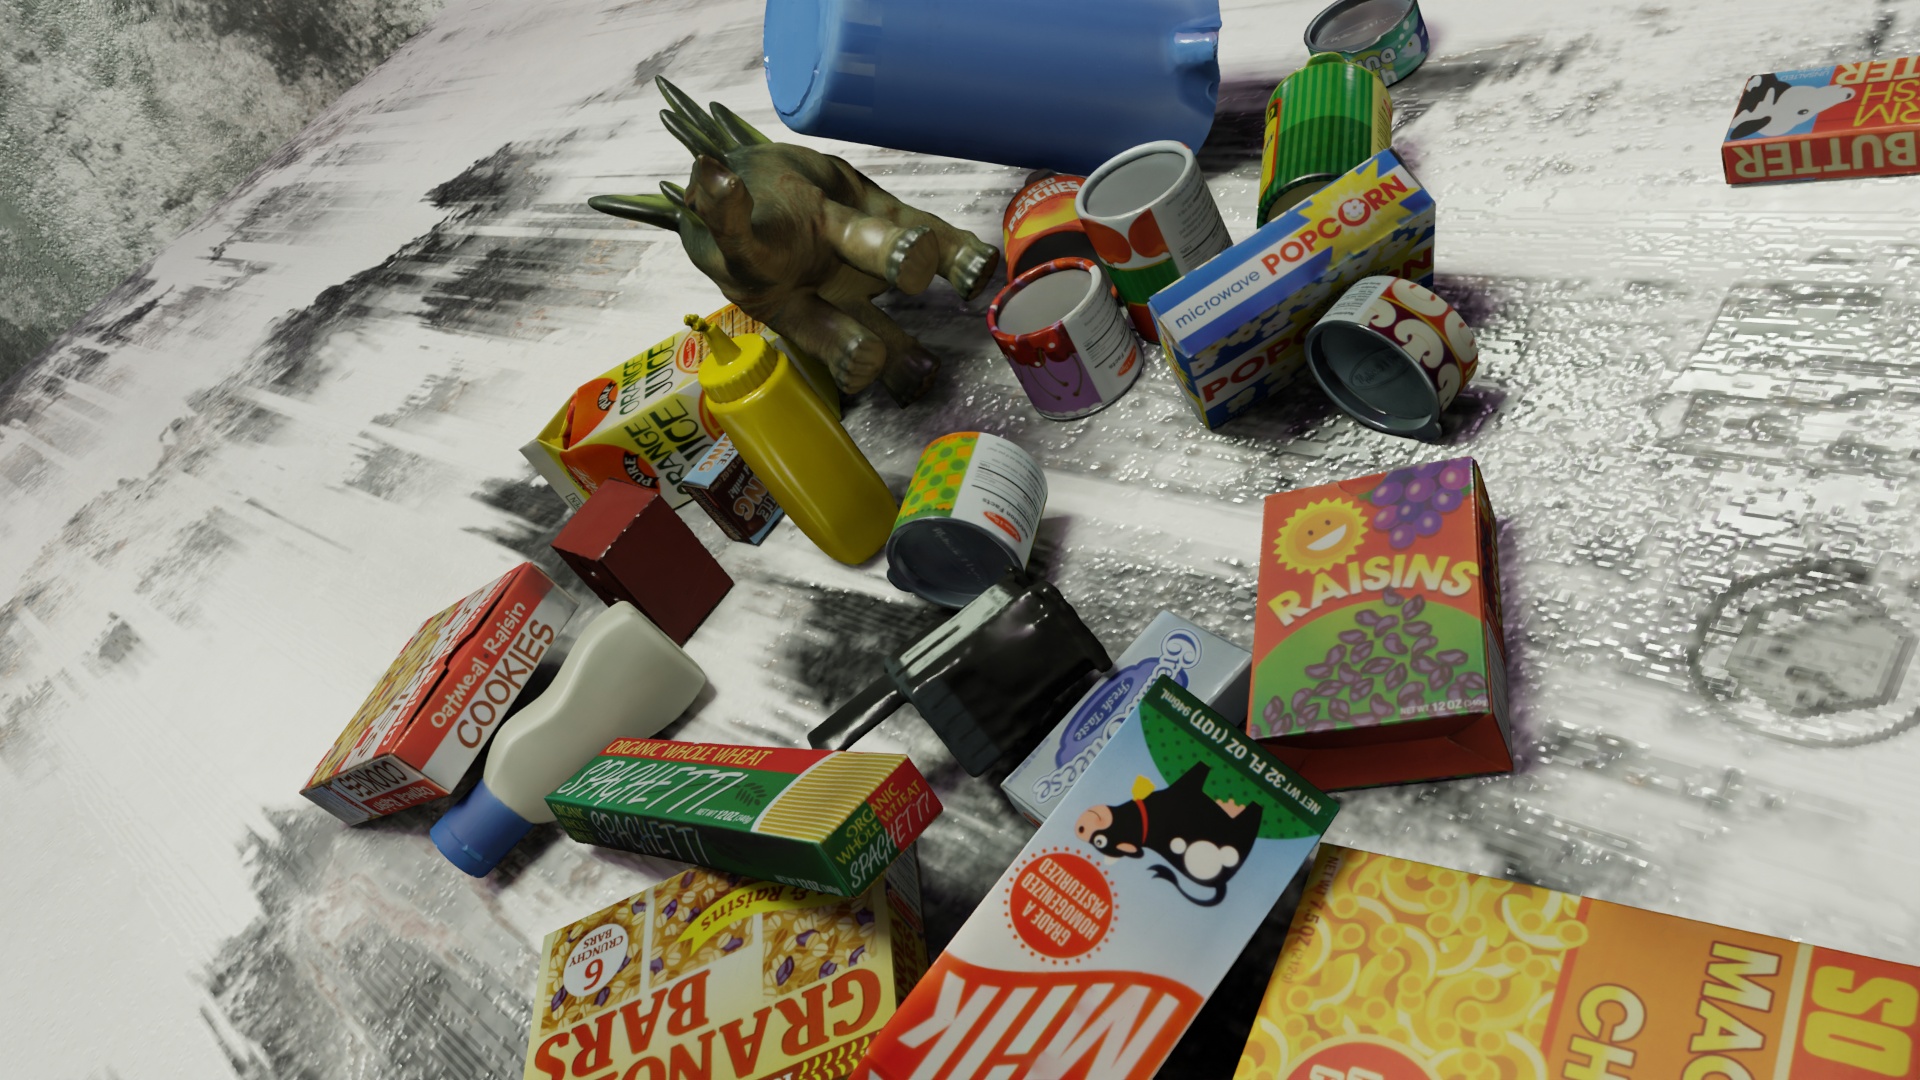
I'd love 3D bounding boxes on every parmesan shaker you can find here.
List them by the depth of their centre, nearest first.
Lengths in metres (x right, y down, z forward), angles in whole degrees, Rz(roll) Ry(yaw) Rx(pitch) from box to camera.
[{"bbox_3d":[0.187,-0.192,0.712,0.071,0.071,0.103,-12,43,28],"label":"parmesan shaker"}]

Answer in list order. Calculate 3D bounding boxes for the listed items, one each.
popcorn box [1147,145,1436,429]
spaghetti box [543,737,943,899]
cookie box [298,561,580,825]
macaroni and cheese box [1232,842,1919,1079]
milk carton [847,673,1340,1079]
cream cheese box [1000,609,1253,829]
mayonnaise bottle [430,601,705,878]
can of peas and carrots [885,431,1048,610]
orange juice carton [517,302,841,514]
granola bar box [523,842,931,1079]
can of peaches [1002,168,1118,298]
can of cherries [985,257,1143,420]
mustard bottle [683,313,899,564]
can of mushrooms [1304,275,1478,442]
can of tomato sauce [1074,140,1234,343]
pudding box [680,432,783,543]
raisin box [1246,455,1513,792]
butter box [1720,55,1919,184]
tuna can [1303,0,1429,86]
[{"bbox_3d":[0.153,-0.111,0.635,0.126,0.085,0.038,-32,65,5],"label":"popcorn box"},{"bbox_3d":[-0.104,0.112,0.586,0.050,0.028,0.249,-41,20,-34],"label":"spaghetti box"},{"bbox_3d":[-0.288,0.086,0.760,0.167,0.040,0.123,-21,34,48],"label":"cookie box"},{"bbox_3d":[0.160,0.159,0.376,0.166,0.040,0.124,3,52,40],"label":"macaroni and cheese box"},{"bbox_3d":[0.032,0.143,0.444,0.072,0.073,0.191,38,72,13],"label":"milk carton"},{"bbox_3d":[0.069,0.077,0.549,0.104,0.024,0.053,-45,38,-13],"label":"cream cheese box"},{"bbox_3d":[-0.201,0.103,0.701,0.148,0.064,0.041,-46,25,-8],"label":"mayonnaise bottle"},{"bbox_3d":[0.002,-0.008,0.660,0.071,0.070,0.059,-10,43,30],"label":"can of peas and carrots"},{"bbox_3d":[-0.176,-0.076,0.865,0.192,0.071,0.073,-27,38,11],"label":"orange juice carton"},{"bbox_3d":[-0.092,0.184,0.544,0.165,0.039,0.125,-26,37,12],"label":"granola bar box"},{"bbox_3d":[0.057,-0.165,0.784,0.071,0.071,0.058,-22,40,18],"label":"can of peaches"},{"bbox_3d":[0.053,-0.107,0.733,0.071,0.058,0.072,-21,40,18],"label":"can of cherries"},{"bbox_3d":[-0.089,-0.056,0.703,0.049,0.159,0.065,-45,39,-14],"label":"mustard bottle"},{"bbox_3d":[0.186,-0.077,0.596,0.033,0.070,0.071,-47,38,-17],"label":"can of mushrooms"},{"bbox_3d":[0.104,-0.155,0.726,0.071,0.082,0.071,-21,39,18],"label":"can of tomato sauce"},{"bbox_3d":[-0.114,-0.045,0.802,0.030,0.049,0.084,12,57,47],"label":"pudding box"},{"bbox_3d":[0.156,0.030,0.521,0.086,0.040,0.124,-13,42,29],"label":"raisin box"},{"bbox_3d":[0.383,-0.178,0.584,0.103,0.024,0.053,8,54,42],"label":"butter box"},{"bbox_3d":[0.238,-0.291,0.812,0.071,0.032,0.071,-21,39,18],"label":"tuna can"}]
